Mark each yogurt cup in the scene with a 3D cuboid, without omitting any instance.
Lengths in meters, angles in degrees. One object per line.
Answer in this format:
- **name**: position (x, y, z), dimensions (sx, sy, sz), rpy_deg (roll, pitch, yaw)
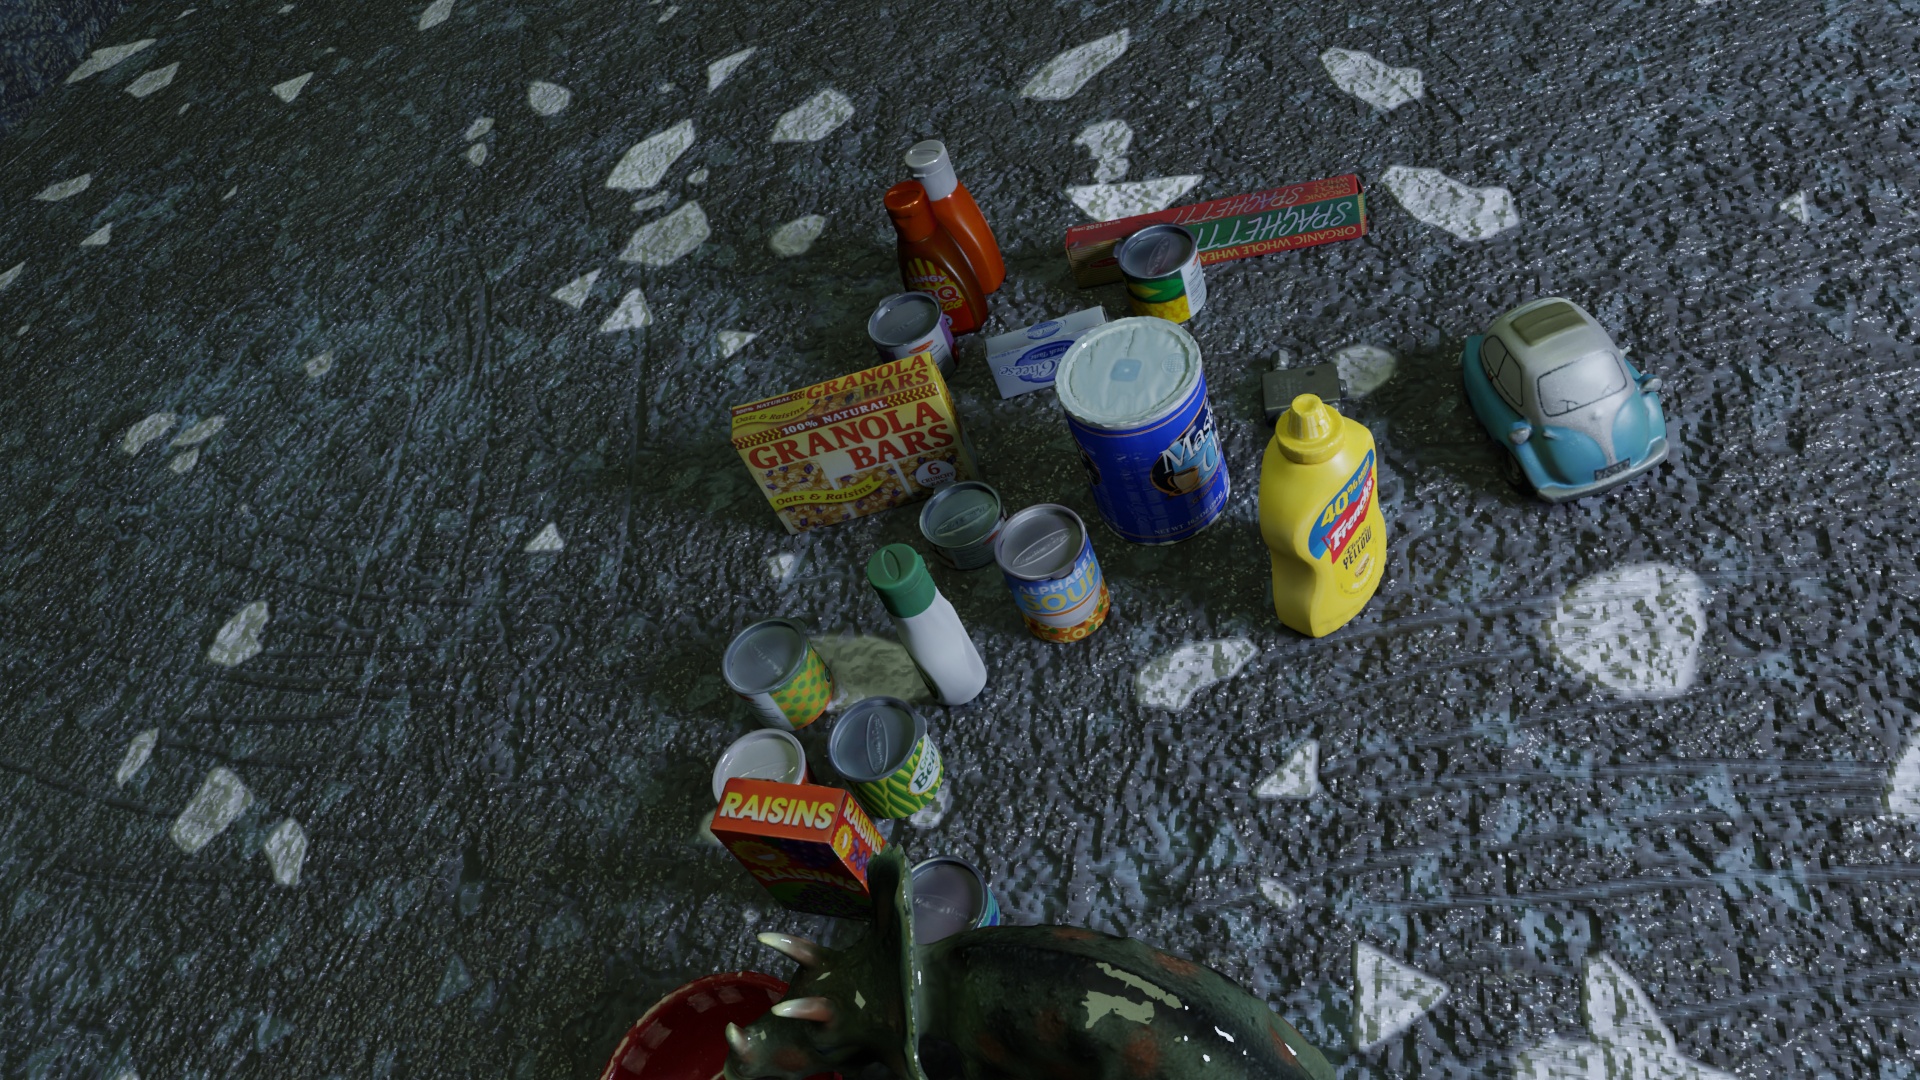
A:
- **yogurt cup**: position (-0.131, 0.173, 0.967), dimensions (0.072, 0.053, 0.073), rpy_deg (-11, 50, 13)

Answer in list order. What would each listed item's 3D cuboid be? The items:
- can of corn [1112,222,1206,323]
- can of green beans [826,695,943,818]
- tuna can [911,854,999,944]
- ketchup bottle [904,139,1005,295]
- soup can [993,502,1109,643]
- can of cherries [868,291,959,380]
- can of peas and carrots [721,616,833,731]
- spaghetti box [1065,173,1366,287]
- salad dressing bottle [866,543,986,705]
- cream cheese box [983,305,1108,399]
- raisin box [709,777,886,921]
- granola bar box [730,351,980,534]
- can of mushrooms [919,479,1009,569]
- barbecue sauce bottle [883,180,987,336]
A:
- **can of corn**: position (0.168, -0.223, 1.167), dimensions (0.071, 0.058, 0.071), rpy_deg (-11, 50, 13)
- **can of green beans**: position (-0.051, 0.149, 0.952), dimensions (0.071, 0.057, 0.071), rpy_deg (-11, 50, 13)
- **tuna can**: position (-0.011, 0.239, 0.881), dimensions (0.071, 0.032, 0.071), rpy_deg (-11, 50, 13)
- **ketchup bottle**: position (-0.009, -0.281, 1.222), dimensions (0.065, 0.148, 0.044), rpy_deg (9, 57, 27)
- **soup can**: position (0.067, 0.026, 0.988), dimensions (0.071, 0.083, 0.072), rpy_deg (-11, 50, 13)
- **can of cherries**: position (-0.040, -0.175, 1.208), dimensions (0.071, 0.058, 0.072), rpy_deg (-11, 50, 13)
- **can of peas and carrots**: position (-0.132, 0.097, 1.025), dimensions (0.071, 0.058, 0.071), rpy_deg (-11, 50, 13)
- **spaghetti box**: position (0.217, -0.263, 1.186), dimensions (0.250, 0.050, 0.029), rpy_deg (-8, 51, 15)
- **salad dressing bottle**: position (-0.023, 0.058, 0.955), dimensions (0.044, 0.147, 0.064), rpy_deg (-25, 48, 1)
- **cream cheese box**: position (0.076, -0.155, 1.151), dimensions (0.104, 0.053, 0.024), rpy_deg (-15, 49, 9)
- **raisin box**: position (-0.093, 0.198, 0.886), dimensions (0.086, 0.123, 0.040), rpy_deg (2, 54, 23)
- **granola bar box**: position (-0.081, -0.075, 1.100), dimensions (0.165, 0.123, 0.039), rpy_deg (-15, 49, 10)
- **can of mushrooms**: position (0.004, -0.014, 1.078), dimensions (0.071, 0.033, 0.071), rpy_deg (-11, 50, 13)
- **barbecue sauce bottle**: position (-0.025, -0.241, 1.196), dimensions (0.065, 0.148, 0.044), rpy_deg (1, 54, 22)
